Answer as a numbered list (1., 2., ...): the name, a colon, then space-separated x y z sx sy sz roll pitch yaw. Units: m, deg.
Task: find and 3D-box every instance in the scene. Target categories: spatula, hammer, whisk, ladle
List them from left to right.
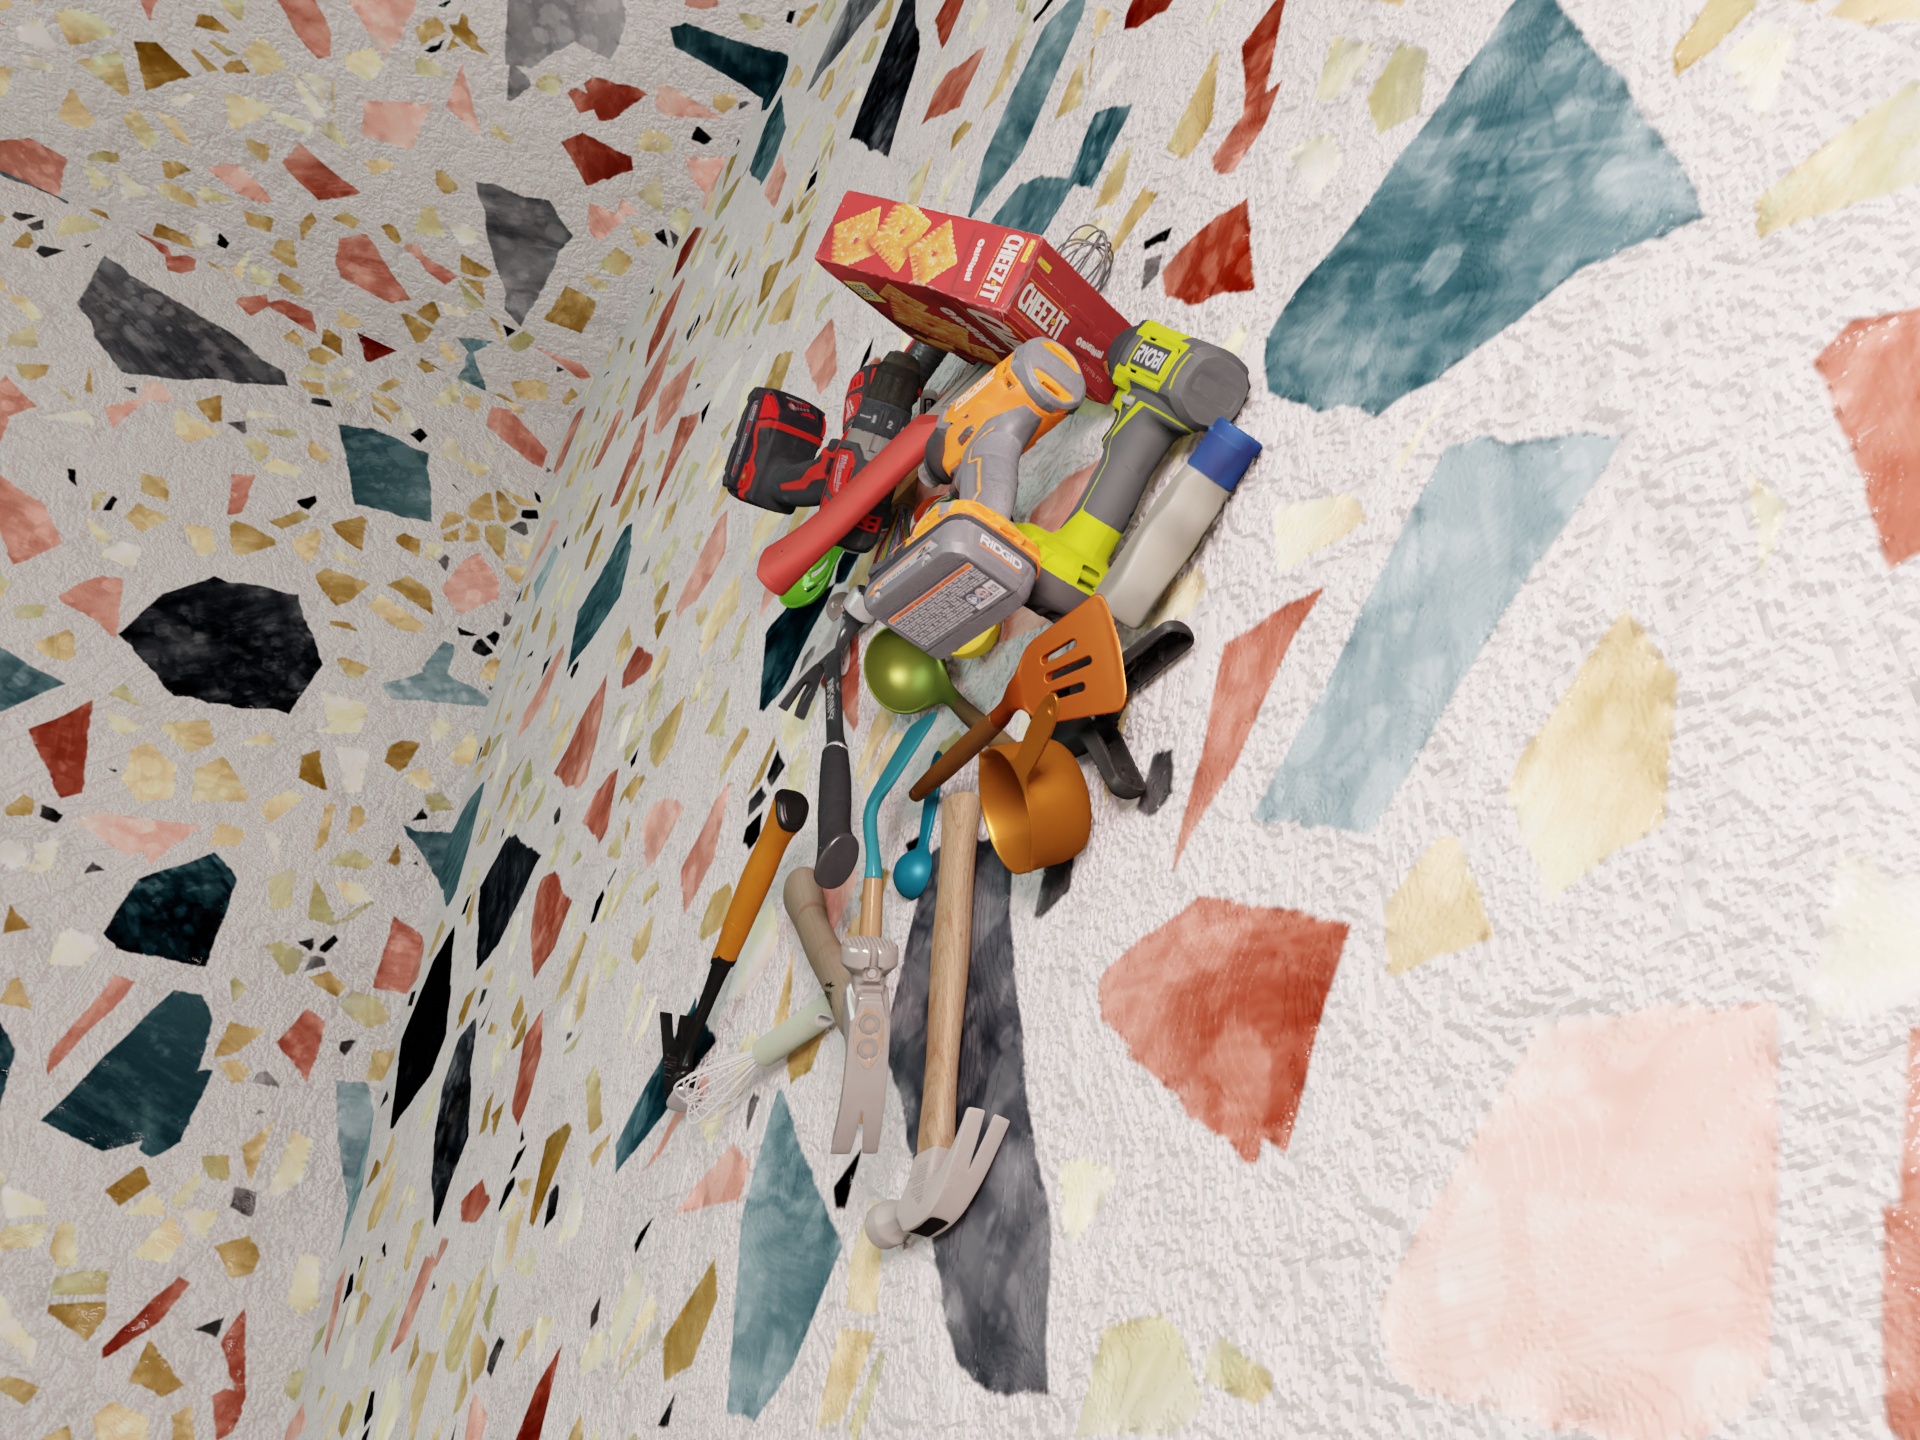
1. hammer: -0.213 0.201 1.482 0.336 0.034 0.127 -65 24 25
2. whisk: -0.173 0.288 1.366 0.246 0.057 0.059 -39 28 38
3. hammer: -0.104 0.195 1.238 0.411 0.038 0.146 -150 64 -76
4. hammer: -0.116 0.021 1.416 0.149 0.036 0.409 -52 21 21
5. spatula: -0.058 0.149 1.230 0.082 0.044 0.318 151 124 -68
6. whisk: -0.057 -0.187 1.546 0.051 0.047 0.245 -46 28 39
7. hammer: -0.040 -0.232 1.386 0.359 0.036 0.149 -42 55 16
8. hammer: -0.008 0.195 1.126 0.130 0.031 0.332 -40 36 46
9. ladle: -0.002 -0.004 1.257 0.320 0.062 0.078 -137 58 -61
10. spatula: 0.027 0.007 1.149 0.322 0.041 0.081 136 127 -61
11. whisk: 0.065 -0.348 1.425 0.239 0.055 0.055 -48 30 44

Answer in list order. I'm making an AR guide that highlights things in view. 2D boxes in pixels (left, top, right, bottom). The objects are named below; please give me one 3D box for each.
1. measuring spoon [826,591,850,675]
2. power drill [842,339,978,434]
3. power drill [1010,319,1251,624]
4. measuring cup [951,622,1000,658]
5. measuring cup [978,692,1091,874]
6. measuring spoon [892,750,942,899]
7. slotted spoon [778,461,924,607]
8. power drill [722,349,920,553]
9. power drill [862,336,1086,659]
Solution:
1. measuring spoon: -0.125 -0.090 1.622 0.034 0.018 0.124 -51 30 31
2. power drill: -0.039 -0.339 1.562 0.219 0.078 0.143 -40 35 36
3. power drill: 0.107 -0.184 1.169 0.223 0.080 0.171 -58 26 10
4. measuring cup: 0.018 -0.125 1.318 0.062 0.029 0.156 10 78 24
5. measuring cup: 0.060 0.031 1.034 0.173 0.052 0.095 109 143 -53
6. measuring spoon: -0.035 0.081 1.286 0.042 0.021 0.129 -27 48 55
7. slotted spoon: -0.082 -0.204 1.530 0.313 0.031 0.070 -41 41 39
8. power drill: -0.127 -0.270 1.532 0.227 0.080 0.188 25 97 51
9. power drill: 0.004 -0.159 1.156 0.164 0.084 0.227 -31 33 45
